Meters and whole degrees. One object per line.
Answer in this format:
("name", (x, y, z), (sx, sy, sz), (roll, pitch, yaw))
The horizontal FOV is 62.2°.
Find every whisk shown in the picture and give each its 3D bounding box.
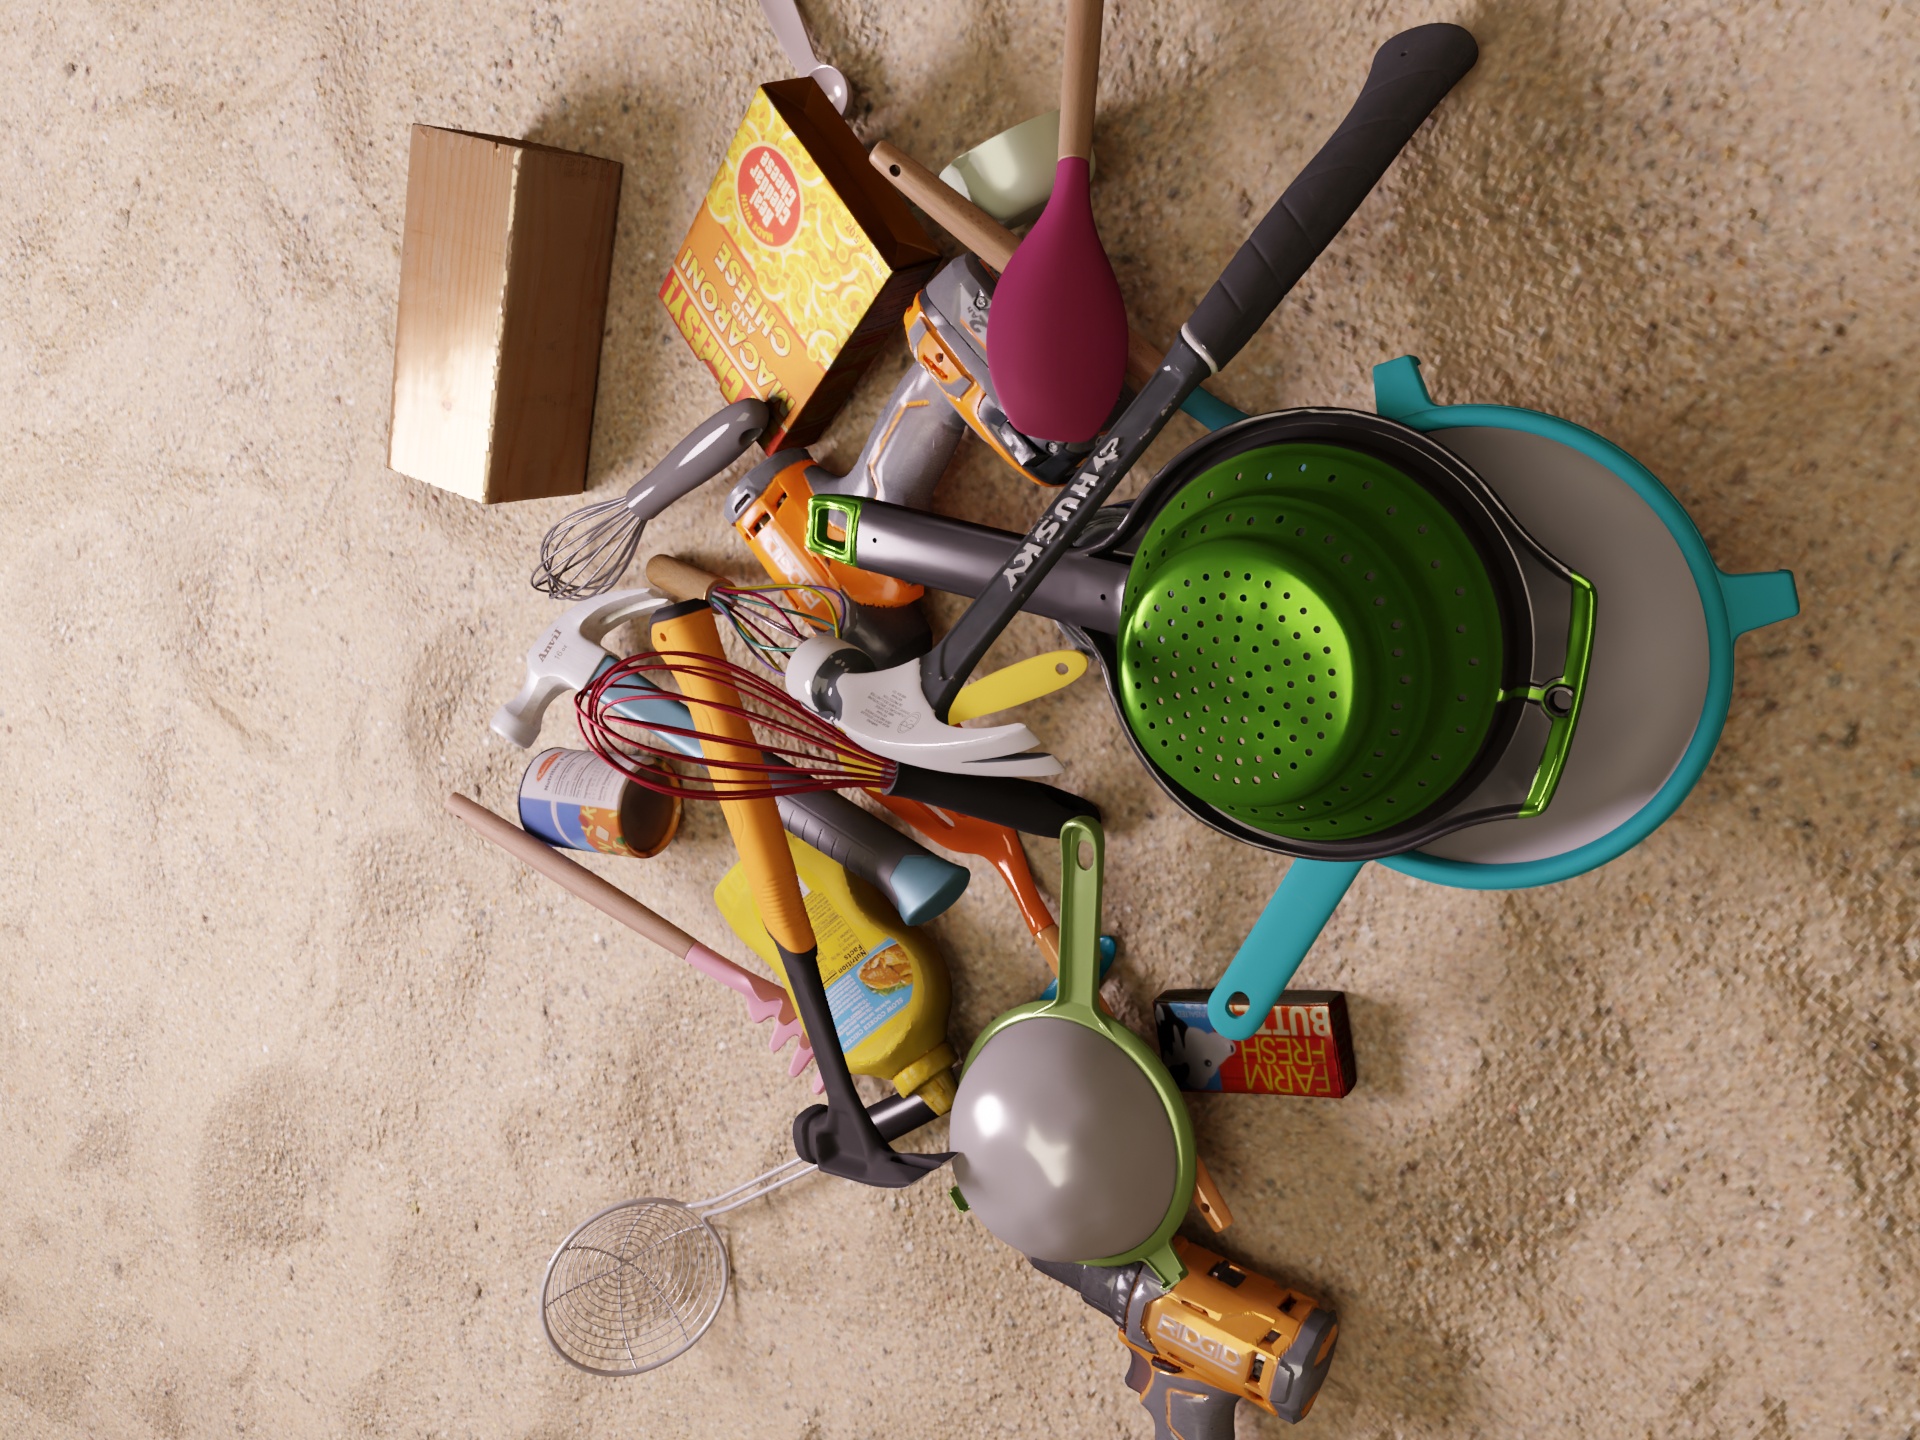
("whisk", (-0.054, 0.023, 0.824), (0.073, 0.295, 0.073), (-44, 39, 50))
("whisk", (-0.128, -0.062, 0.899), (0.245, 0.051, 0.047), (25, 135, 55))
("whisk", (-0.187, -0.129, 0.952), (0.239, 0.055, 0.055), (-28, 87, 41))

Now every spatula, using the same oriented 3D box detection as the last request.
("spatula", (0.084, -0.176, 0.770), (0.317, 0.044, 0.082), (36, 120, -6))
("spatula", (0.054, 0.140, 0.885), (0.081, 0.041, 0.323), (-41, 73, 31))

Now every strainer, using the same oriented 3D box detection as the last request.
("strainer", (0.048, 0.180, 0.841), (0.151, 0.069, 0.256), (10, 105, 34))
("strainer", (0.215, 0.013, 0.745), (0.211, 0.095, 0.340), (37, 122, 21))

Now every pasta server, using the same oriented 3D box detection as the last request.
("pasta server", (-0.197, 0.137, 1.005), (0.316, 0.040, 0.060), (31, 150, 5))

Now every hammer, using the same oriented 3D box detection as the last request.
("hammer", (-0.135, 0.025, 0.942), (0.331, 0.033, 0.128), (30, 86, 26))
("hammer", (0.093, -0.144, 0.675), (0.409, 0.036, 0.149), (-52, 40, -9))
("hammer", (-0.097, 0.095, 0.868), (0.127, 0.034, 0.337), (-8, 102, 54))

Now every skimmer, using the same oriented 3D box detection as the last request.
("skimmer", (-0.125, 0.320, 1.015), (0.363, 0.090, 0.127), (-34, 117, 29))

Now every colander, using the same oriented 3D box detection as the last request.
("colander", (0.066, -0.047, 0.713), (0.397, 0.094, 0.204), (17, 112, 30))

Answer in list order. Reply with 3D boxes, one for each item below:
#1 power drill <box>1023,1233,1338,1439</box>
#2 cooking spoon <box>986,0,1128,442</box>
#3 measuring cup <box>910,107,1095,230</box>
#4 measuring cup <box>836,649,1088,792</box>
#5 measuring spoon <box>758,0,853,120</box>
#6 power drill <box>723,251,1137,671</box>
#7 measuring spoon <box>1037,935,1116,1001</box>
("power drill", (0.102, 0.397, 0.909), (0.185, 0.084, 0.226), (19, 106, 28))
("cooking spoon", (0.055, -0.287, 0.749), (0.068, 0.017, 0.319), (6, 83, -11))
("measuring cup", (0.002, -0.261, 0.826), (0.167, 0.083, 0.038), (-19, 100, 48))
("measuring cup", (-0.001, -0.003, 0.858), (0.156, 0.029, 0.062), (-22, 107, 29))
("measuring spoon", (-0.089, -0.380, 0.878), (0.034, 0.018, 0.124), (-30, 79, 32))
("power drill", (-0.014, -0.120, 0.855), (0.226, 0.084, 0.164), (-41, 82, 34))
("measuring spoon", (0.048, 0.170, 0.918), (0.042, 0.021, 0.128), (44, 119, 14))
